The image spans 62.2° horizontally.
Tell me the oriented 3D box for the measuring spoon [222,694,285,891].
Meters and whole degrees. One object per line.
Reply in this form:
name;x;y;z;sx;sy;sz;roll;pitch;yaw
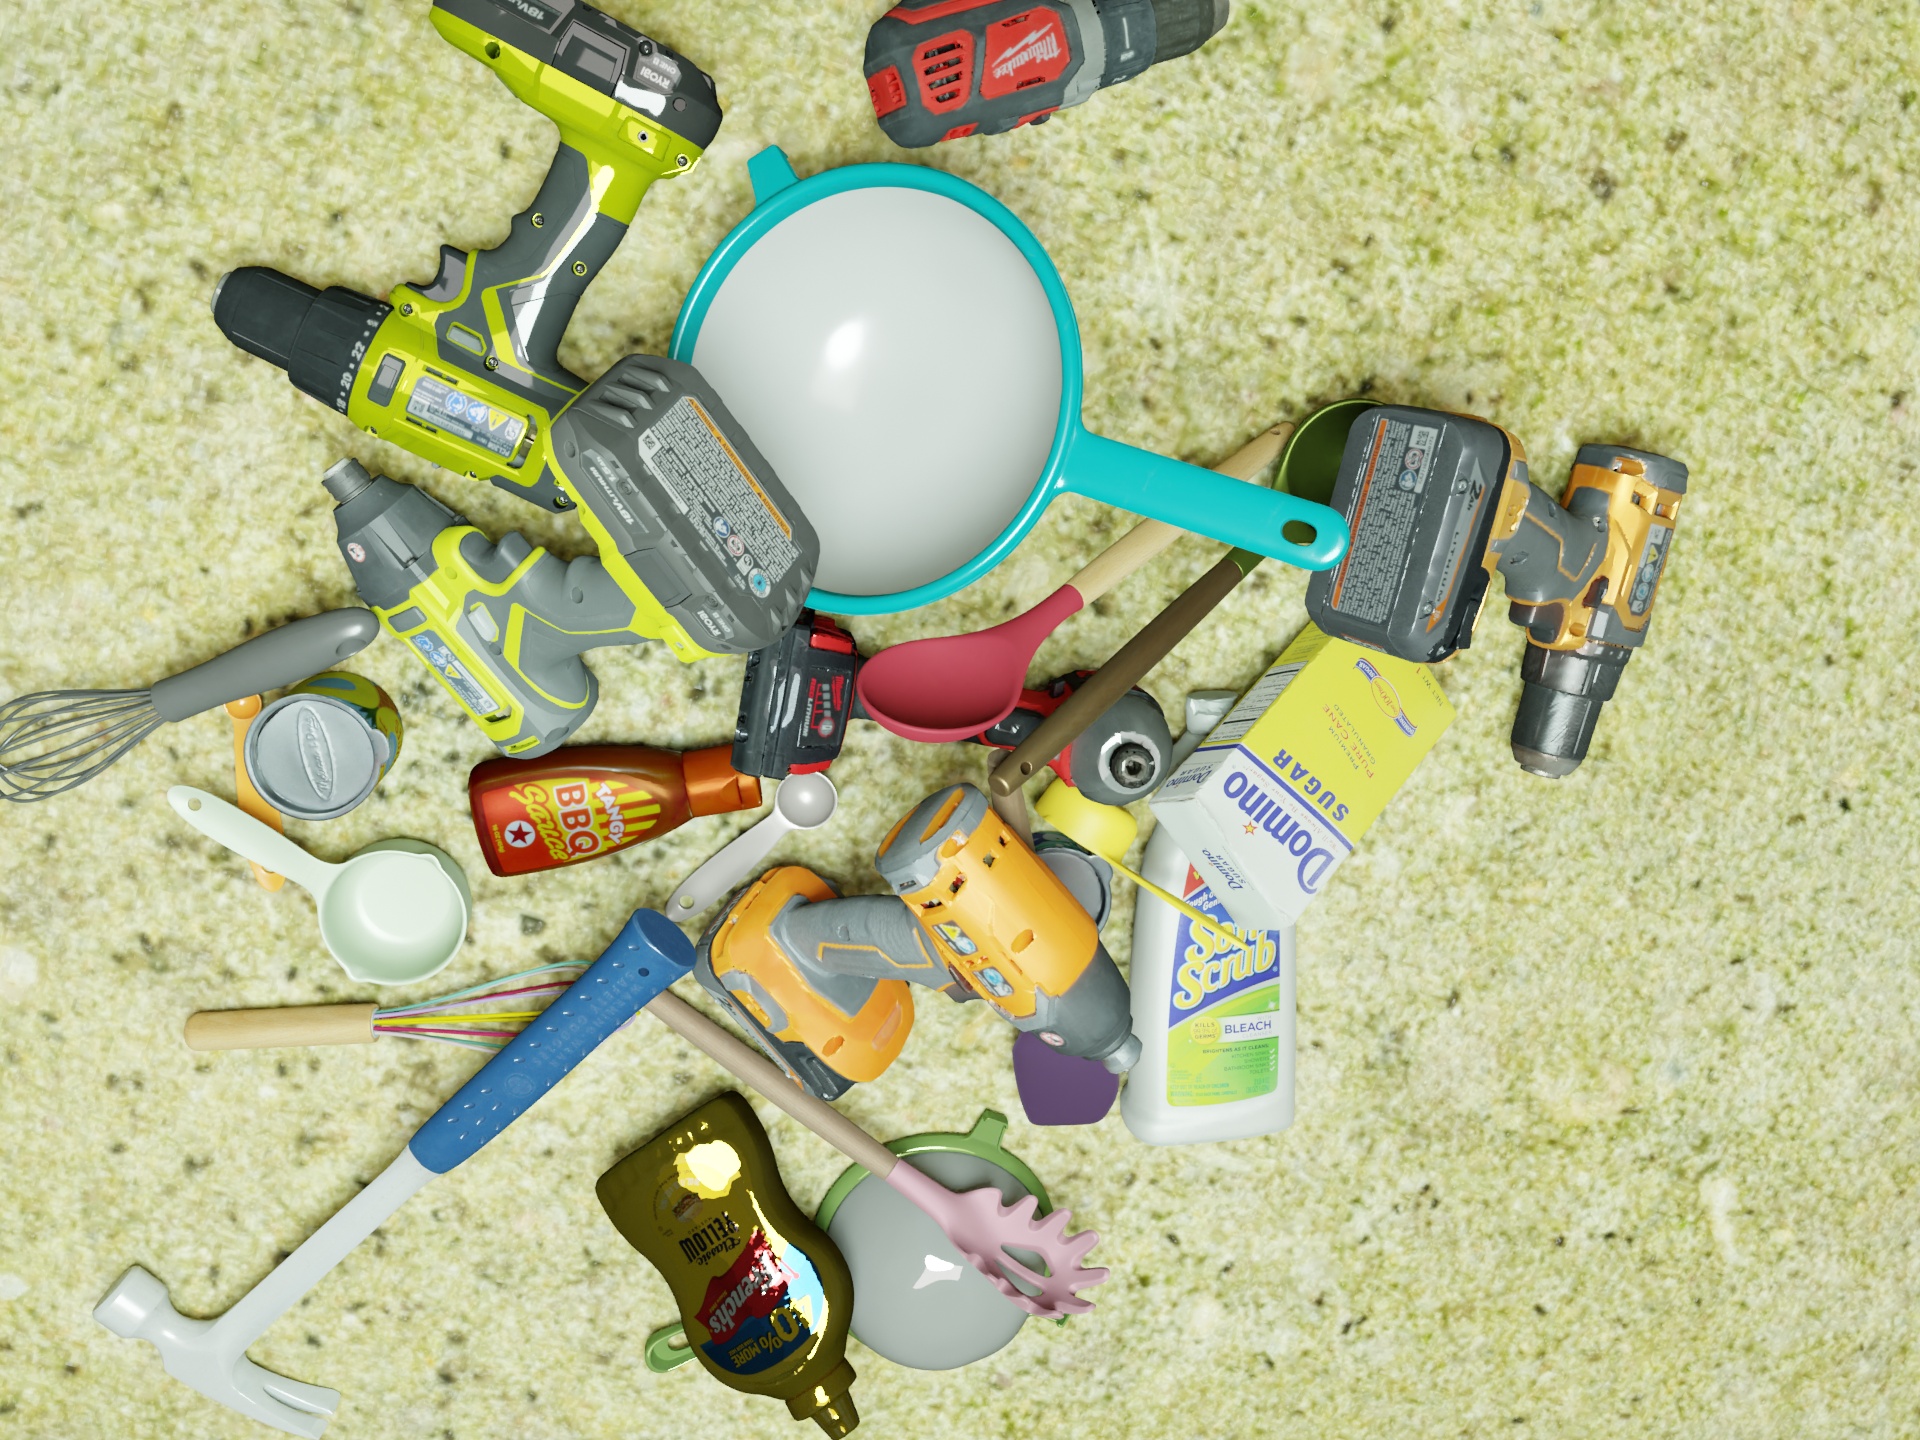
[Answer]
measuring spoon;-0.374;0.036;0.848;0.021;0.011;0.117;-3;107;-6

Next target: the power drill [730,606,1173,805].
power drill;-0.001;-0.003;0.814;0.219;0.143;0.078;9;100;-7

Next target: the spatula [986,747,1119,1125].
spatula;0.044;0.128;0.840;0.060;0.018;0.315;-5;134;8

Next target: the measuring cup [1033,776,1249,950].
measuring cup;0.101;0.073;0.845;0.062;0.157;0.029;28;94;-47

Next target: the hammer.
hammer;-0.291;0.246;0.862;0.405;0.035;0.144;-42;106;14

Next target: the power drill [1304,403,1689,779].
power drill;0.283;-0.063;0.831;0.226;0.084;0.185;4;104;-38

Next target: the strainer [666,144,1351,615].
strainer;0.025;-0.134;0.766;0.340;0.095;0.211;21;98;16

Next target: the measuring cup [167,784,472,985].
measuring cup;-0.339;0.077;0.847;0.167;0.038;0.083;33;98;-11

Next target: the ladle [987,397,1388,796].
ladle;0.127;-0.062;0.784;0.320;0.062;0.078;-41;107;-31

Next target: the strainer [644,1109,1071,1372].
strainer;-0.062;0.340;0.925;0.256;0.069;0.151;-19;105;-3

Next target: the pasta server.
pasta server;-0.058;0.230;0.884;0.316;0.060;0.040;36;138;1

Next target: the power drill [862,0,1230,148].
power drill;0.023;-0.401;0.749;0.188;0.080;0.226;-22;108;-15

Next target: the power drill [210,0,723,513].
power drill;-0.233;-0.236;0.764;0.190;0.080;0.228;25;102;-13

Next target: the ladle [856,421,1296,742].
ladle;0.071;-0.075;0.785;0.315;0.069;0.031;-38;148;-30

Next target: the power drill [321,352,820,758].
power drill;-0.192;-0.077;0.747;0.223;0.080;0.171;-16;121;37

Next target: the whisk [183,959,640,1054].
whisk;-0.299;0.163;0.870;0.245;0.047;0.051;-2;105;-3

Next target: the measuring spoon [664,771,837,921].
measuring spoon;-0.118;0.070;0.885;0.124;0.018;0.034;-40;102;11

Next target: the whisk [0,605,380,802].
whisk;-0.396;-0.012;0.792;0.239;0.055;0.055;-19;105;10

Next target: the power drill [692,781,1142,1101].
power drill;-0.020;0.129;0.807;0.164;0.084;0.226;49;139;-15
